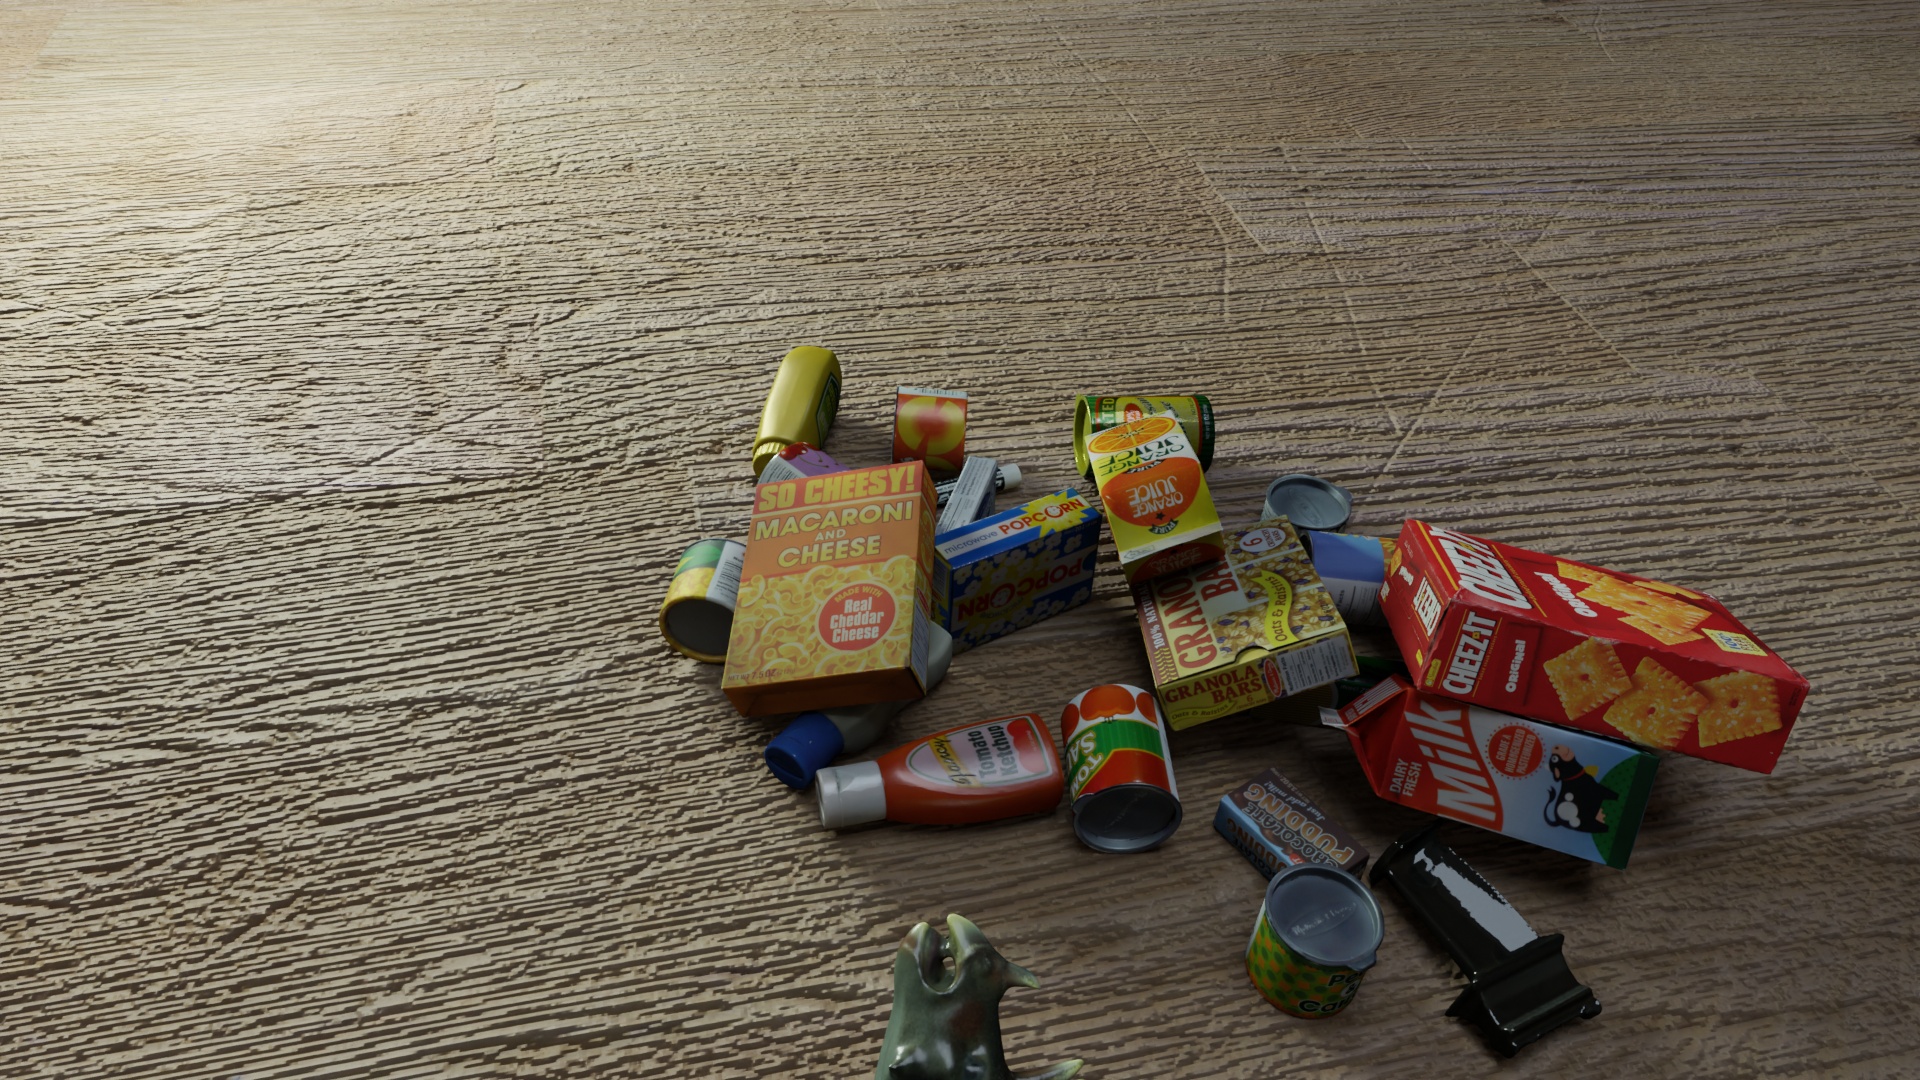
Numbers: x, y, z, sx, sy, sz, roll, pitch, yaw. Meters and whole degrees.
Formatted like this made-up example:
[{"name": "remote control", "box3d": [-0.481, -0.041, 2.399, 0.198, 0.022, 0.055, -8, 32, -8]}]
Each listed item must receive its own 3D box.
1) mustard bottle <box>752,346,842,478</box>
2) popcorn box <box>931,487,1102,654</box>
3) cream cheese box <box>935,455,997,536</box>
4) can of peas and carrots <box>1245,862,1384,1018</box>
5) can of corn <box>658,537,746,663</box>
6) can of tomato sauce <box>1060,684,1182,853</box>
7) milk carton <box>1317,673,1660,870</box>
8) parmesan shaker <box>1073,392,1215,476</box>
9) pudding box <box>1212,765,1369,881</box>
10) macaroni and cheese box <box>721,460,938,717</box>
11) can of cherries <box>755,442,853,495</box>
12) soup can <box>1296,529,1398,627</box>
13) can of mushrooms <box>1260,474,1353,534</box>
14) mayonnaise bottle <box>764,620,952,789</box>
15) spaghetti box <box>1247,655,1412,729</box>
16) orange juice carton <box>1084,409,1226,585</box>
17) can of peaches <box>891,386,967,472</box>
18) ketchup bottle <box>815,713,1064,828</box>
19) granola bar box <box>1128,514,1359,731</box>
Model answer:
[{"name": "mustard bottle", "box3d": [-0.134, -0.088, 1.110, 0.049, 0.065, 0.161, 6, 46, 9]}, {"name": "popcorn box", "box3d": [0.035, 0.022, 0.981, 0.127, 0.084, 0.038, -20, 45, -25]}, {"name": "cream cheese box", "box3d": [0.004, -0.013, 1.042, 0.024, 0.053, 0.104, 12, 41, 10]}, {"name": "can of peas and carrots", "box3d": [0.200, 0.228, 0.783, 0.071, 0.058, 0.071, 3, 42, -3]}, {"name": "can of corn", "box3d": [-0.170, 0.043, 0.954, 0.071, 0.070, 0.058, 7, 42, 2]}, {"name": "can of tomato sauce", "box3d": [0.097, 0.141, 0.866, 0.071, 0.070, 0.083, 1, 40, -4]}, {"name": "milk carton", "box3d": [0.319, 0.136, 0.867, 0.191, 0.073, 0.072, 16, 4, 10]}, {"name": "parmesan shaker", "box3d": [0.149, -0.088, 1.131, 0.103, 0.071, 0.072, -2, 41, -7]}, {"name": "pudding box", "box3d": [0.202, 0.184, 0.855, 0.050, 0.030, 0.084, -24, 49, -28]}, {"name": "macaroni and cheese box", "box3d": [-0.082, 0.030, 0.908, 0.124, 0.040, 0.167, -7, 50, 13]}, {"name": "can of cherries", "box3d": [-0.110, -0.033, 1.046, 0.058, 0.071, 0.072, 32, 48, 29]}, {"name": "soup can", "box3d": [0.289, 0.027, 1.016, 0.084, 0.071, 0.072, 5, 41, -1]}, {"name": "can of mushrooms", "box3d": [0.273, -0.019, 1.092, 0.071, 0.033, 0.071, 3, 41, -2]}, {"name": "mayonnaise bottle", "box3d": [-0.068, 0.103, 0.912, 0.065, 0.041, 0.149, 25, 45, 23]}, {"name": "spaghetti box", "box3d": [0.322, 0.110, 0.936, 0.250, 0.049, 0.029, 8, 42, 3]}, {"name": "orange juice carton", "box3d": [0.139, -0.028, 0.997, 0.072, 0.072, 0.193, -18, 18, 7]}, {"name": "can of peaches", "box3d": [-0.025, -0.087, 1.117, 0.058, 0.070, 0.071, 4, 41, -2]}, {"name": "ketchup bottle", "box3d": [-0.014, 0.149, 0.864, 0.149, 0.043, 0.065, -8, 44, -14]}, {"name": "granola bar box", "box3d": [0.184, 0.050, 0.938, 0.124, 0.039, 0.166, -18, 25, 7]}]
